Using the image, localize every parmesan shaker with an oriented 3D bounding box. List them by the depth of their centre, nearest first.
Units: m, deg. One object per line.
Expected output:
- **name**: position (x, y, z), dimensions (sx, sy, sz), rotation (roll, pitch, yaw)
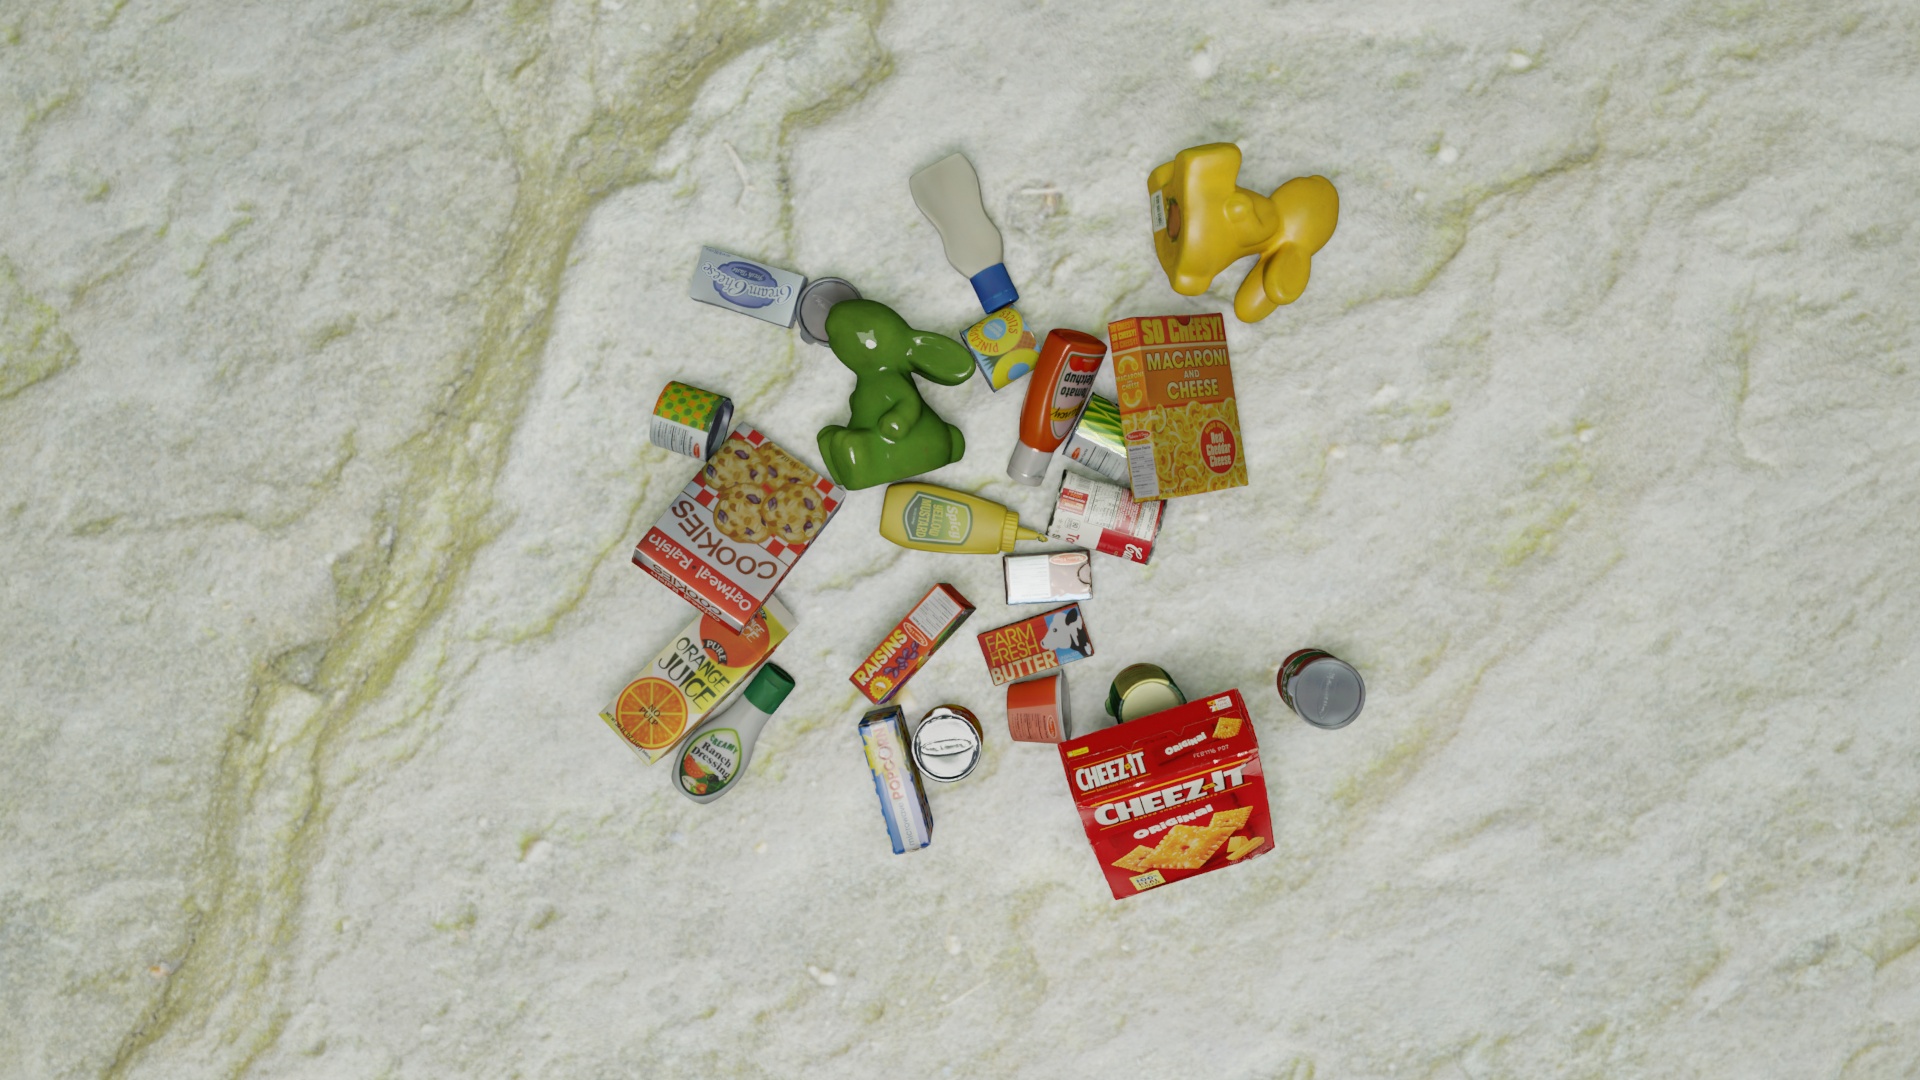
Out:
- **parmesan shaker**: position (0.172, 0.155, 1.294), dimensions (0.071, 0.103, 0.071), rotation (0, 92, 3)

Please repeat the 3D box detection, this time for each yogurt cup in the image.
- **yogurt cup**: position (0.075, 0.162, 1.320), dimensions (0.054, 0.072, 0.072), rotation (-6, 92, 11)

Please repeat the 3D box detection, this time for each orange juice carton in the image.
- **orange juice carton**: position (-0.245, 0.120, 1.327), dimensions (0.192, 0.073, 0.072), rotation (-44, 89, 3)

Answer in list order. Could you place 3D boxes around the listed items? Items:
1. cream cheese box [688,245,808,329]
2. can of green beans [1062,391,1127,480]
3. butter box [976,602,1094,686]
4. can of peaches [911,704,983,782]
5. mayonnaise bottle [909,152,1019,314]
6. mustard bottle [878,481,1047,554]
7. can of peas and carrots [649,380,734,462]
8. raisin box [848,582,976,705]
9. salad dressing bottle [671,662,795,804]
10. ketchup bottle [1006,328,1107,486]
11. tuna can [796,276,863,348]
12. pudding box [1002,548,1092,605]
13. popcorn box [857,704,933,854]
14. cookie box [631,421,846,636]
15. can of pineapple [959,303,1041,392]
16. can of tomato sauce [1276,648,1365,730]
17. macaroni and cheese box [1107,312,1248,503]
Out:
- **cream cheese box**: position (-0.205, -0.244, 1.339), dimensions (0.104, 0.024, 0.053), rotation (17, 94, 2)
- **can of green beans**: position (0.136, -0.098, 1.307), dimensions (0.058, 0.071, 0.071), rotation (26, 93, 1)
- **butter box**: position (0.072, 0.100, 1.337), dimensions (0.103, 0.024, 0.053), rotation (-18, 92, 3)
- **can of peaches**: position (-0.012, 0.190, 1.327), dimensions (0.071, 0.058, 0.071), rotation (0, 92, 3)
- **mayonnaise bottle**: position (0.008, -0.289, 1.321), dimensions (0.065, 0.041, 0.148), rotation (-26, 92, 5)
- **mustard bottle**: position (0.005, -0.017, 1.324), dimensions (0.160, 0.049, 0.065), rotation (9, 94, 2)
- **can of peas and carrots**: position (-0.256, -0.115, 1.326), dimensions (0.059, 0.071, 0.071), rotation (18, 93, 2)
- **raisin box**: position (-0.044, 0.097, 1.311), dimensions (0.040, 0.086, 0.123), rotation (44, 93, 6)
- **salad dressing bottle**: position (-0.218, 0.185, 1.343), dimensions (0.064, 0.044, 0.147), rotation (38, 93, -1)
- **ketchup bottle**: position (0.085, -0.123, 1.301), dimensions (0.043, 0.065, 0.148), rotation (39, 118, 37)
- **tuna can**: position (-0.124, -0.216, 1.332), dimensions (0.071, 0.033, 0.071), rotation (0, 92, 3)
- **pudding box**: position (0.084, 0.035, 1.331), dimensions (0.084, 0.030, 0.049), rotation (-5, 91, 3)
- **popcorn box**: position (-0.060, 0.225, 1.316), dimensions (0.038, 0.085, 0.126), rotation (-16, 91, 2)
- **cookie box**: position (-0.206, -0.012, 1.303), dimensions (0.123, 0.040, 0.168), rotation (35, 64, 1)
- **can of pineapple**: position (0.039, -0.182, 1.307), dimensions (0.058, 0.071, 0.071), rotation (-30, 90, 3)
- **can of tomato sauce**: position (0.333, 0.137, 1.296), dimensions (0.071, 0.083, 0.071), rotation (0, 92, 3)
- **macaroni and cheese box**: position (0.203, -0.124, 1.282), dimensions (0.124, 0.040, 0.166), rotation (-10, 92, -39)
